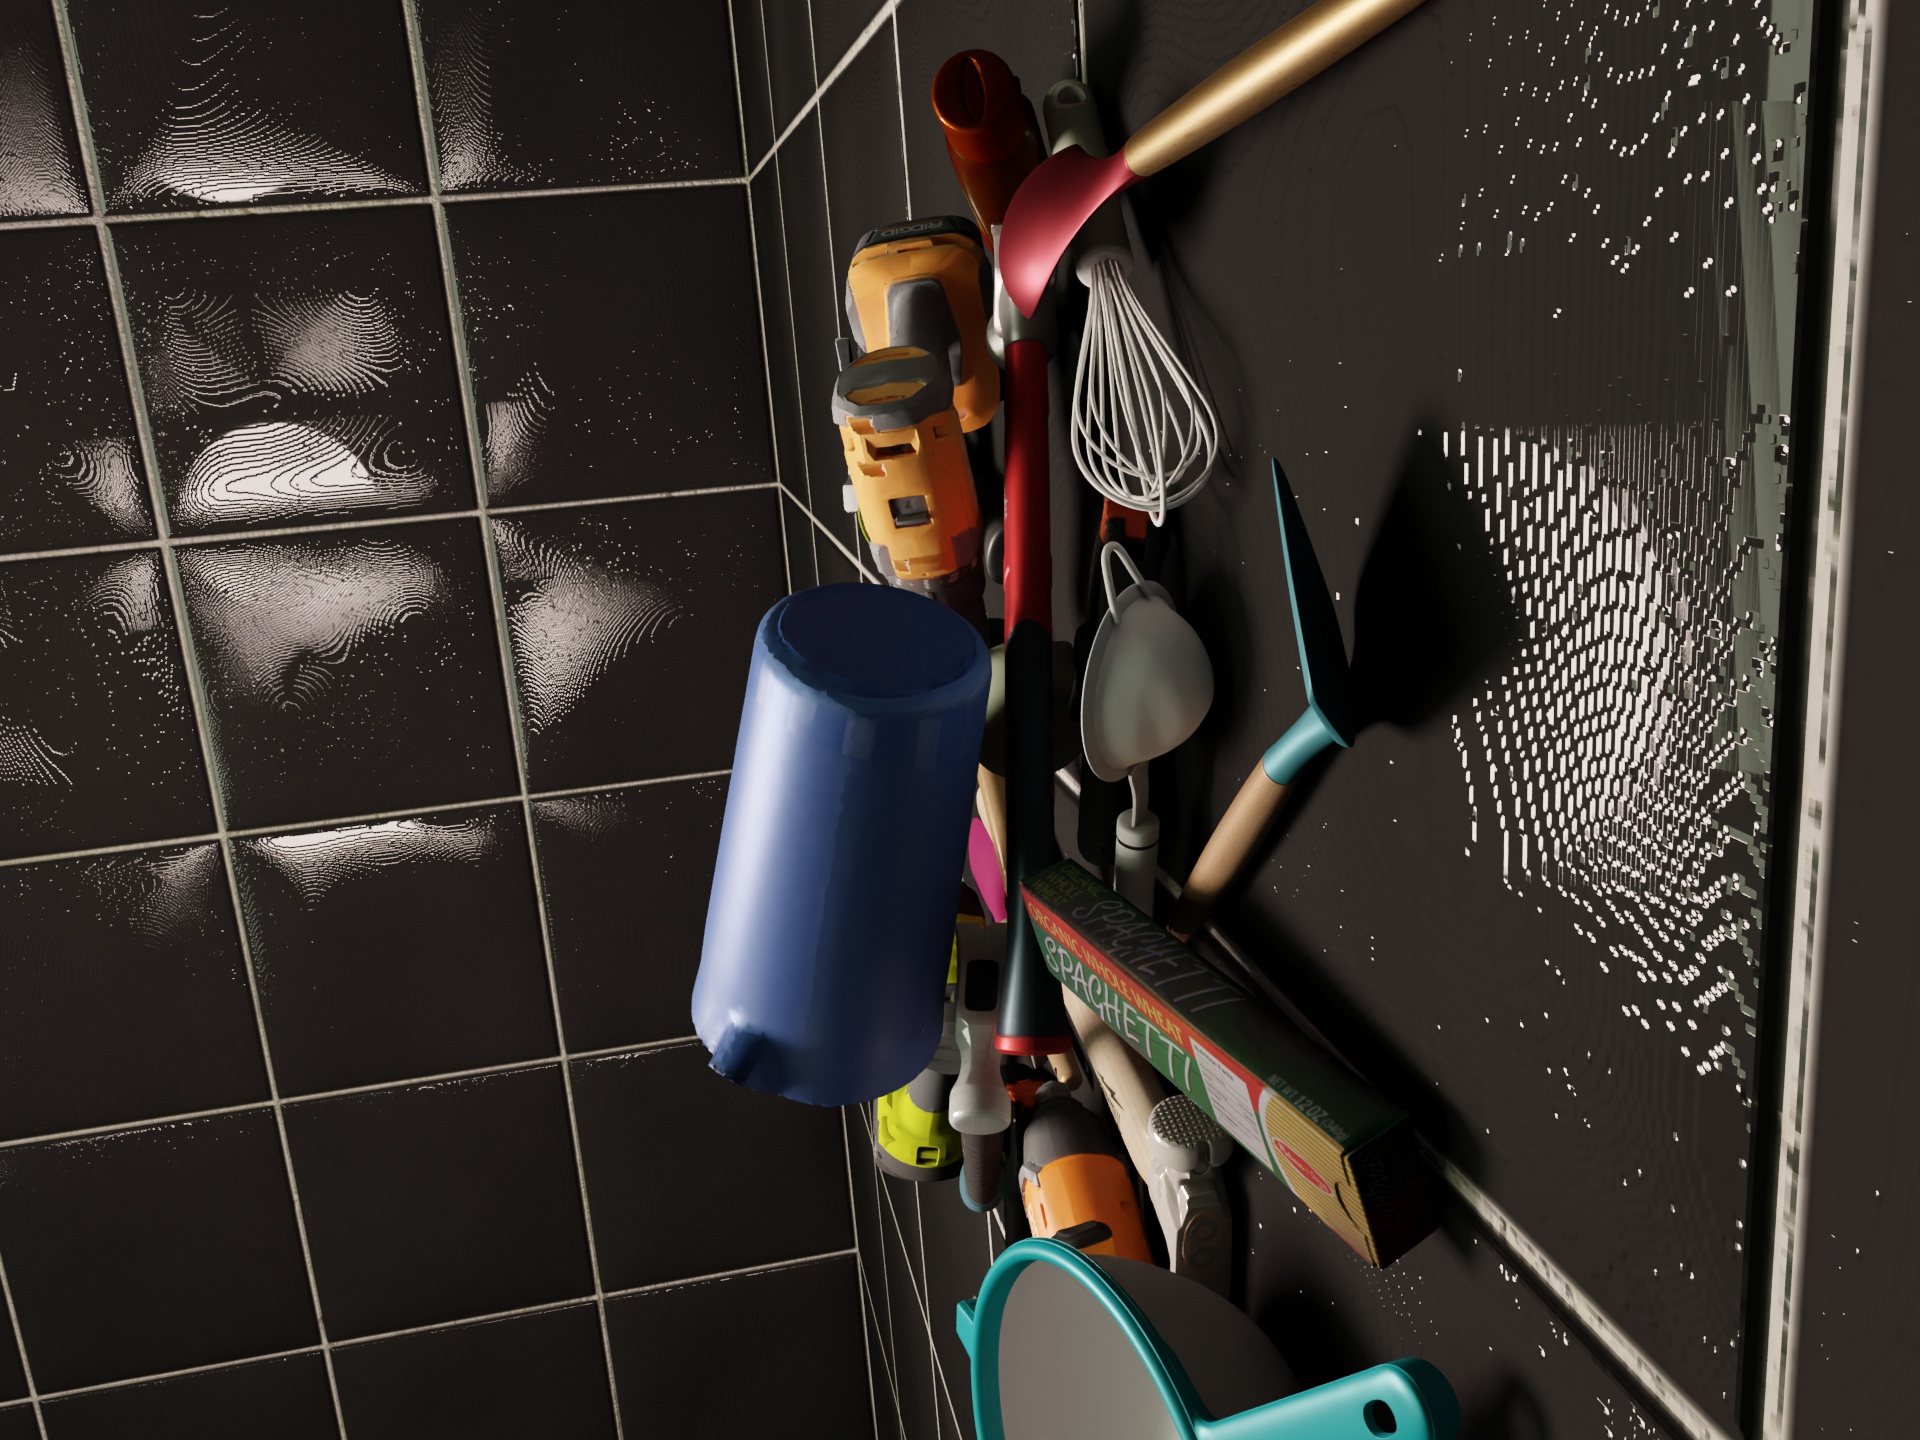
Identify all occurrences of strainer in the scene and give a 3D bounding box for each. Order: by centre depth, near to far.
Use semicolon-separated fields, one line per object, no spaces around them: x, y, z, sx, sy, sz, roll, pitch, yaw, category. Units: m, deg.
0.114;0.286;0.627;0.340;0.095;0.211;-55;48;52;strainer
0.081;0.041;0.701;0.050;0.087;0.258;20;131;27;strainer

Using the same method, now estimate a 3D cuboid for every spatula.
0.103;0.026;0.596;0.317;0.044;0.082;100;169;-62;spatula

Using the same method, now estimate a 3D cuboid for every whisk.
0.063;-0.186;0.675;0.059;0.058;0.247;81;-179;-60;whisk

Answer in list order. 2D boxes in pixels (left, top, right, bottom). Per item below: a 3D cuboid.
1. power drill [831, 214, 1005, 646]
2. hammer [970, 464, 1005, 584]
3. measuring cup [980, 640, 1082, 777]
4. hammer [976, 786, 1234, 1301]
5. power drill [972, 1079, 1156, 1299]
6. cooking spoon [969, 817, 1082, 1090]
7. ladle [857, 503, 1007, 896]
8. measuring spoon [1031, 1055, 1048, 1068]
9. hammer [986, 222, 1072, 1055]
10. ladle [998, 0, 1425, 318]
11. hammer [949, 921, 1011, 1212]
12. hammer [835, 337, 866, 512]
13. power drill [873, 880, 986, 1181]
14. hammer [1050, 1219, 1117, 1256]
-0.015;-0.154;0.879;0.226;0.084;0.185;-87;-13;-48;power drill
-0.004;-0.172;1.084;0.335;0.035;0.146;-117;22;-63;hammer
0.005;-0.021;0.828;0.083;0.167;0.038;-48;37;17;measuring cup
0.069;0.157;0.905;0.411;0.038;0.146;-114;19;-60;hammer
0.061;0.334;0.953;0.164;0.084;0.226;-104;15;-45;power drill
0.039;0.158;1.118;0.319;0.017;0.068;-116;21;-63;cooking spoon
-0.001;-0.003;0.933;0.078;0.062;0.320;118;143;-61;ladle
0.049;0.198;1.114;0.124;0.018;0.034;-103;0;-66;measuring spoon
0.033;-0.037;0.757;0.143;0.038;0.386;80;-171;-83;hammer
0.074;-0.198;0.539;0.315;0.031;0.069;-176;99;-70;ladle
0.012;0.221;0.920;0.330;0.033;0.128;89;-177;-58;hammer
-0.068;-0.236;1.199;0.409;0.036;0.149;-137;43;-81;hammer
-0.018;0.239;1.239;0.171;0.080;0.223;-92;9;-48;power drill
0.105;0.413;0.769;0.127;0.034;0.337;130;125;-77;hammer
